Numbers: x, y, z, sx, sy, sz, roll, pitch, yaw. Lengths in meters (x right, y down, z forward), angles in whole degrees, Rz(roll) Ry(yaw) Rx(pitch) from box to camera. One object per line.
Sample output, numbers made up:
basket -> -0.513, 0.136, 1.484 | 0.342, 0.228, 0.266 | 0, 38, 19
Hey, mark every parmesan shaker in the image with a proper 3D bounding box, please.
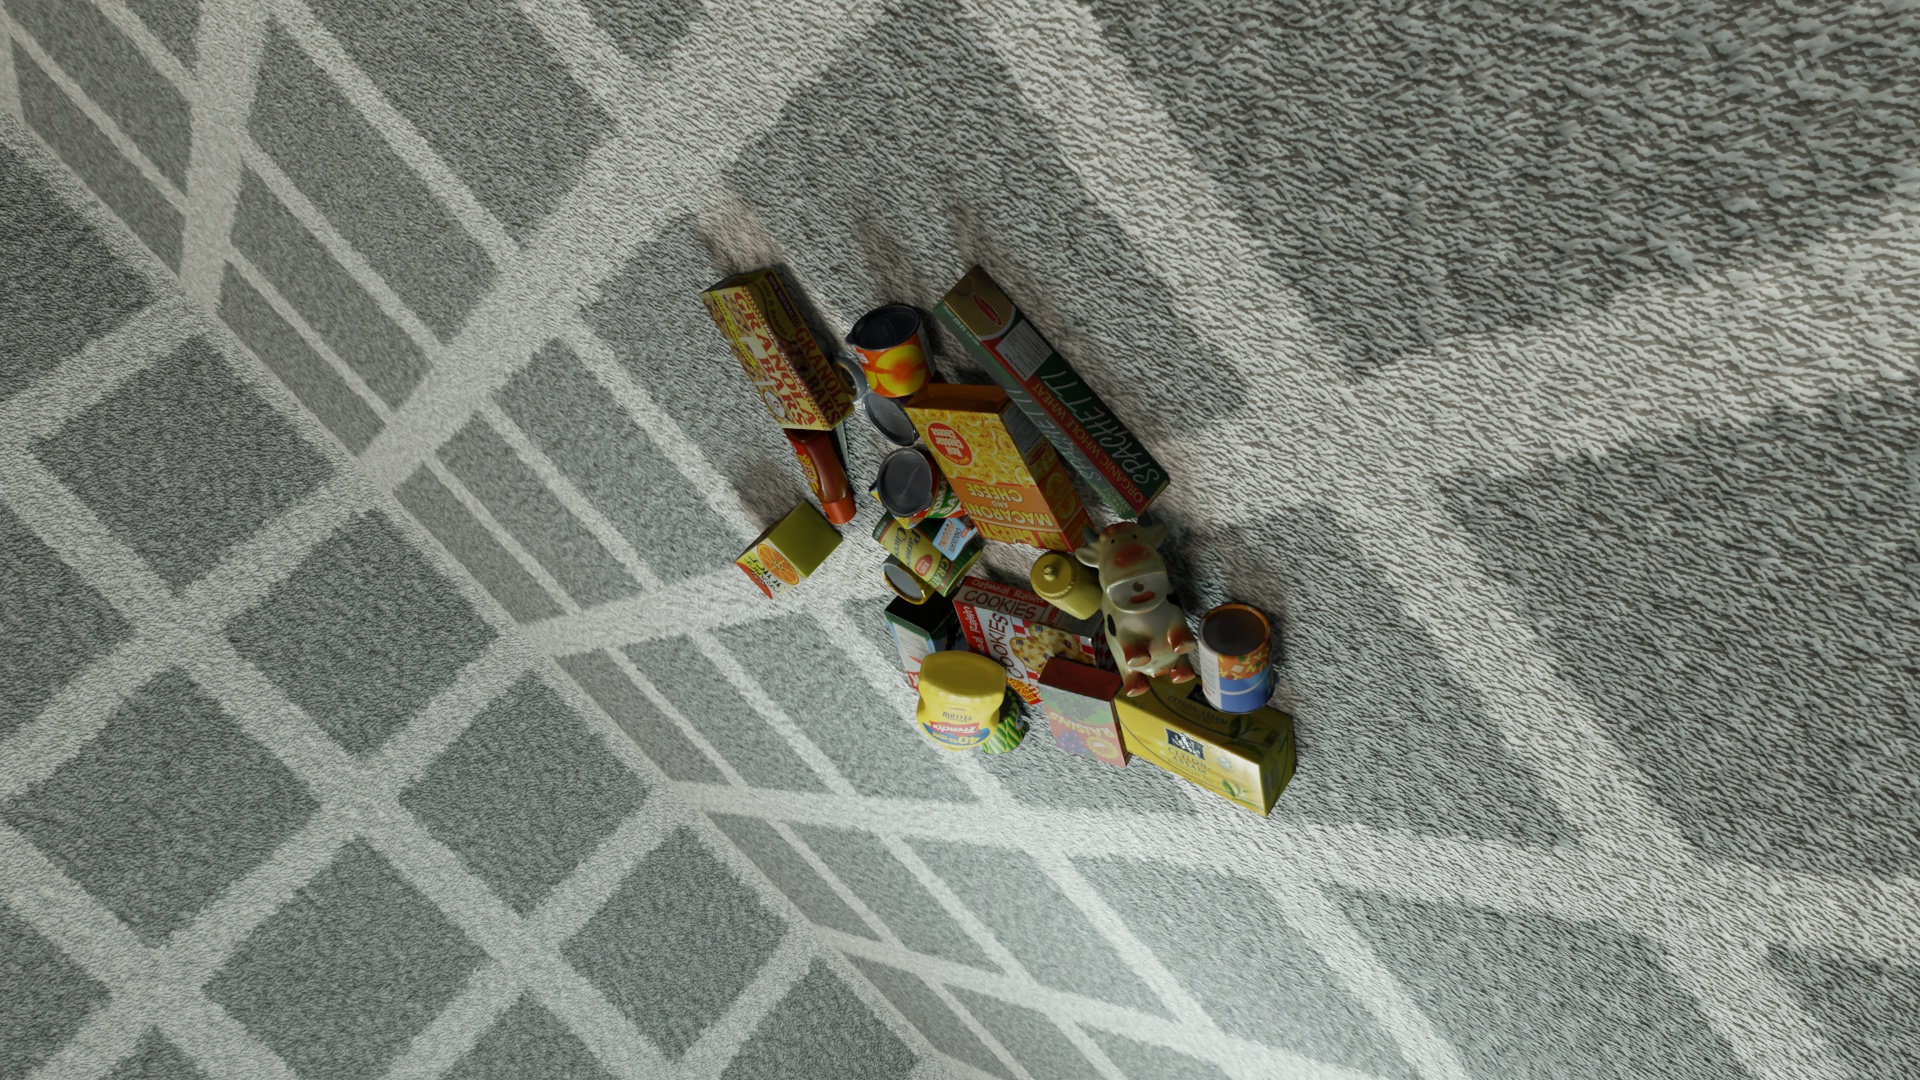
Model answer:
parmesan shaker -> -0.037, 0.004, 1.494 | 0.103, 0.071, 0.071 | 39, 153, 6

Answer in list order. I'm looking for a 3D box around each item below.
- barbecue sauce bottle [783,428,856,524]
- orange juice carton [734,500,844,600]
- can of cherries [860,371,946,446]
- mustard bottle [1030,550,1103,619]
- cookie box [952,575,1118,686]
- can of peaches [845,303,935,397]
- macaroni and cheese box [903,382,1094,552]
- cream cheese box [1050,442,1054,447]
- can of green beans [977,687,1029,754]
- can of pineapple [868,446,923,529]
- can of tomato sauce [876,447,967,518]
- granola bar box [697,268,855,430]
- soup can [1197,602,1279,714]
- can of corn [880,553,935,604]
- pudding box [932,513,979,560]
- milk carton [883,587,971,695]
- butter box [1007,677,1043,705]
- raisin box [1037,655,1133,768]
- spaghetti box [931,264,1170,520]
barbecue sauce bottle -> -0.153, -0.079, 1.548 | 0.065, 0.044, 0.147 | 46, 163, 41
orange juice carton -> -0.225, 0.018, 1.760 | 0.072, 0.073, 0.192 | 46, 153, -8
can of cherries -> -0.052, -0.134, 1.320 | 0.071, 0.058, 0.071 | 33, 152, 20
mustard bottle -> 0.096, 0.038, 1.314 | 0.065, 0.049, 0.160 | 39, -176, 19
cookie box -> 0.083, 0.108, 1.497 | 0.167, 0.040, 0.122 | 15, 144, 28
can of peaches -> -0.063, -0.172, 1.266 | 0.071, 0.071, 0.057 | 21, 147, 35
macaroni and cheese box -> 0.036, -0.066, 1.267 | 0.123, 0.040, 0.166 | 9, 139, 47
cream cheese box -> 0.054, -0.081, 1.295 | 0.053, 0.024, 0.103 | 38, 153, 8
can of green beans -> 0.042, 0.220, 1.709 | 0.071, 0.071, 0.057 | 21, 146, 35
can of pineapple -> -0.053, -0.052, 1.430 | 0.058, 0.071, 0.071 | 47, 153, -10
can of tomato sauce -> -0.028, -0.054, 1.341 | 0.071, 0.083, 0.071 | 0, 90, 35
granola bar box -> -0.186, -0.192, 1.408 | 0.124, 0.039, 0.165 | 9, 134, 58
soup can -> 0.254, 0.106, 1.264 | 0.071, 0.071, 0.083 | 24, 147, 32
can of corn -> -0.046, 0.031, 1.556 | 0.071, 0.058, 0.070 | 32, 152, 20
pudding box -> 0.005, -0.018, 1.425 | 0.030, 0.050, 0.083 | 41, 153, 5
milk carton -> -0.022, 0.133, 1.660 | 0.073, 0.072, 0.189 | 23, 147, 33
butter box -> 0.063, 0.146, 1.619 | 0.103, 0.024, 0.053 | 44, 154, -4
raisin box -> 0.136, 0.182, 1.472 | 0.086, 0.040, 0.122 | 12, 142, 27
spaghetti box -> 0.078, -0.122, 1.175 | 0.250, 0.050, 0.028 | 47, 155, -9
